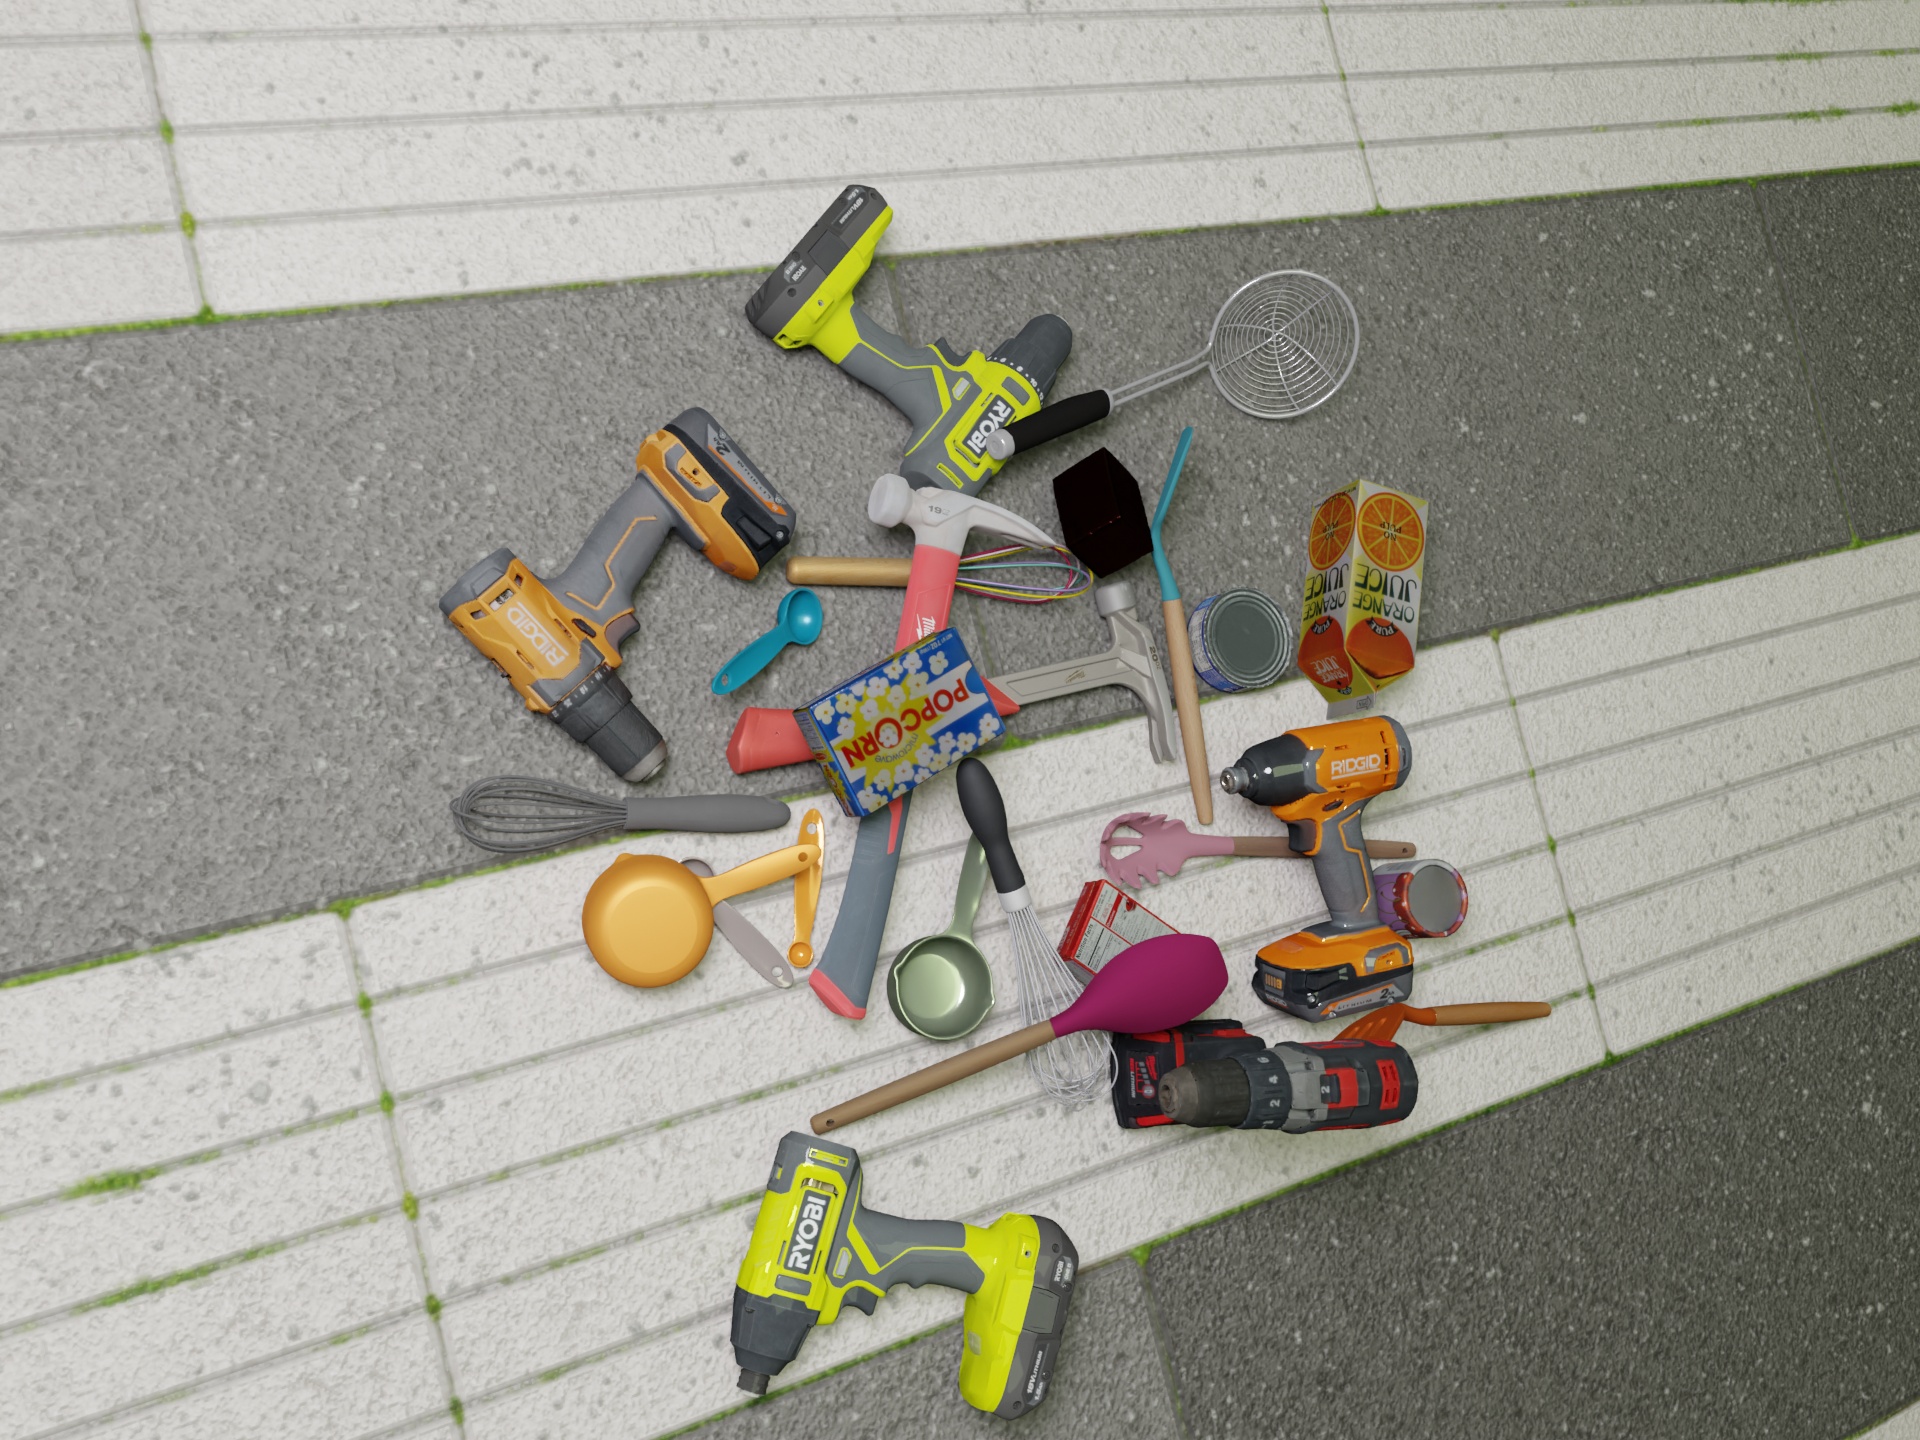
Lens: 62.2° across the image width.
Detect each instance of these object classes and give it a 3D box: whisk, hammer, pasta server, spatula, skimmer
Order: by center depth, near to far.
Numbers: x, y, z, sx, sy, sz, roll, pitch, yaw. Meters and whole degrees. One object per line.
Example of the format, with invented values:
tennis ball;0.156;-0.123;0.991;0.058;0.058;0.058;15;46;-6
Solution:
whisk;-0.230;0.064;1.099;0.238;0.055;0.055;2;81;-26
hammer;-0.031;0.025;1.153;0.143;0.038;0.386;15;81;-24
whisk;0.050;0.158;1.168;0.070;0.070;0.284;-25;104;-24
hammer;-0.002;-0.004;1.211;0.359;0.037;0.149;-13;87;-25
whisk;-0.013;-0.115;1.223;0.245;0.051;0.047;-1;84;-18
spatula;0.184;-0.073;1.272;0.044;0.082;0.317;-9;98;3
skimmer;0.177;-0.267;1.273;0.363;0.090;0.127;-28;125;-35
spatula;0.396;0.249;1.290;0.322;0.081;0.041;6;63;-41
pasta server;0.247;0.105;1.297;0.316;0.040;0.060;3;97;-24

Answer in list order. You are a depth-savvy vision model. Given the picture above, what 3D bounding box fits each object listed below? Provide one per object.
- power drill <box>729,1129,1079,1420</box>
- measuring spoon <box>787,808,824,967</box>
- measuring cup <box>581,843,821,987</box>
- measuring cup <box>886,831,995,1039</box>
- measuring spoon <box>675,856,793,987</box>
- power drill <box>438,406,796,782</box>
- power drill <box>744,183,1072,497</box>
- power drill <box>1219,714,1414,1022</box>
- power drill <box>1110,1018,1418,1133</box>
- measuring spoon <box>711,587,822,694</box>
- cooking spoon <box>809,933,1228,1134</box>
power drill;-0.043;0.399;1.108;0.223;0.080;0.171;20;74;-15
measuring spoon;-0.113;0.122;1.159;0.021;0.011;0.117;10;74;-22
measuring cup;-0.173;0.123;1.089;0.173;0.052;0.095;-21;99;-12
measuring cup;-0.007;0.154;1.183;0.083;0.038;0.168;21;72;-19
measuring spoon;-0.163;0.145;1.133;0.034;0.018;0.124;-43;106;-10
power drill;-0.218;-0.085;1.112;0.226;0.084;0.185;-45;102;-19
power drill;-0.031;-0.296;1.225;0.228;0.080;0.190;41;70;-15
power drill;0.280;0.116;1.260;0.164;0.084;0.226;-7;98;-25
power drill;0.189;0.259;1.142;0.187;0.227;0.080;2;81;-23
measuring spoon;-0.145;-0.054;1.147;0.129;0.021;0.042;-45;127;-43
cooking spoon;0.042;0.231;1.139;0.319;0.017;0.068;-22;98;-3
